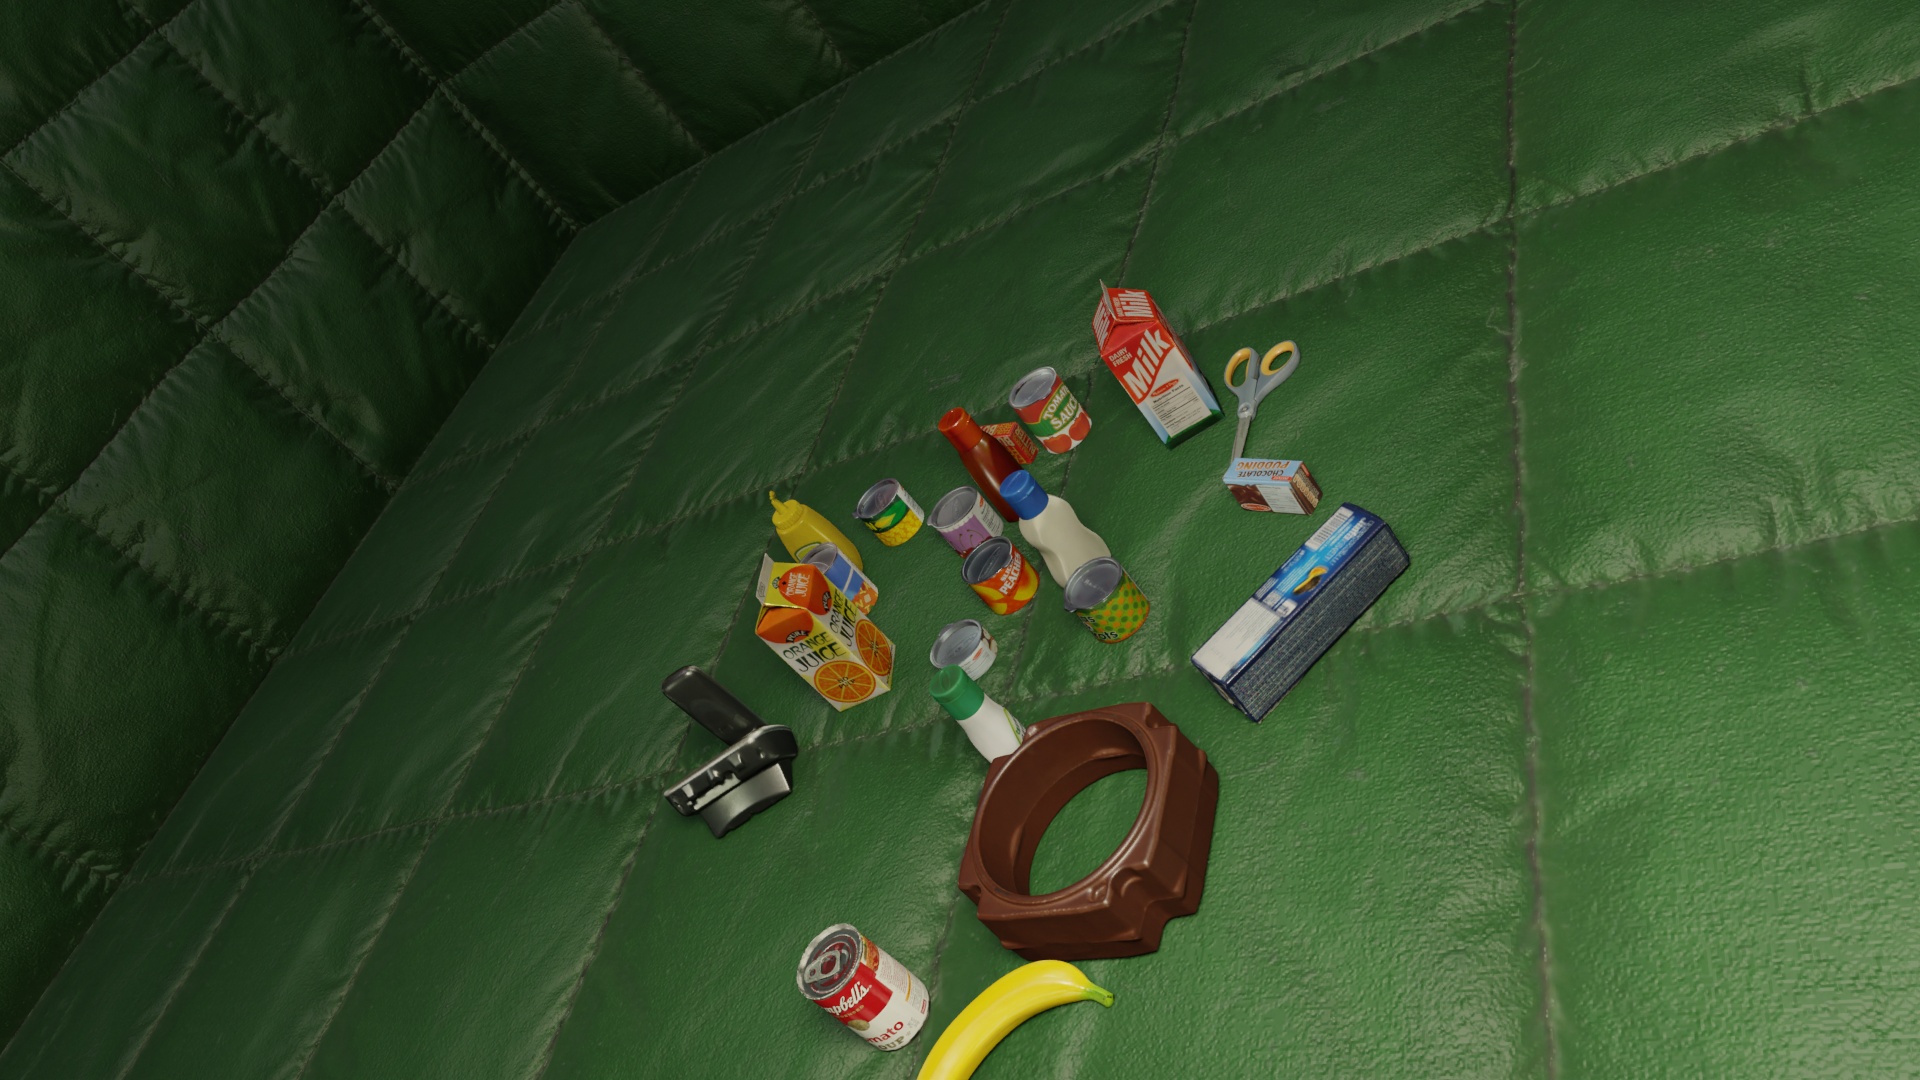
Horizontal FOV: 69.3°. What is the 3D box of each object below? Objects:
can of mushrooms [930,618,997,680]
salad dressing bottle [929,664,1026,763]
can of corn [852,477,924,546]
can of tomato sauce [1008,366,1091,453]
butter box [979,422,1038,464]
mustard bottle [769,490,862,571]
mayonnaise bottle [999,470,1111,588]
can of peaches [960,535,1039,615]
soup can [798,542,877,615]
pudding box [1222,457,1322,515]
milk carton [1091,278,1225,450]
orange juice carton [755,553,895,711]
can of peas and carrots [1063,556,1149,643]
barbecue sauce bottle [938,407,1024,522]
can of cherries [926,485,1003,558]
[{"bbox_3d":[0.003,0.117,1.476,0.071,0.033,0.071,-28,34,21],"label":"can of mushrooms"},{"bbox_3d":[0.028,0.171,1.275,0.044,0.147,0.064,-35,32,11],"label":"salad dressing bottle"},{"bbox_3d":[-0.090,-0.033,1.736,0.071,0.058,0.071,-28,34,21],"label":"can of corn"},{"bbox_3d":[0.108,-0.153,1.647,0.071,0.083,0.071,-28,34,21],"label":"can of tomato sauce"},{"bbox_3d":[0.042,-0.116,1.701,0.103,0.053,0.024,-2,49,46],"label":"butter box"},{"bbox_3d":[-0.187,-0.003,1.706,0.065,0.160,0.049,-28,34,22],"label":"mustard bottle"},{"bbox_3d":[0.095,-0.012,1.426,0.041,0.147,0.065,12,59,53],"label":"mayonnaise bottle"},{"bbox_3d":[0.045,0.039,1.504,0.071,0.058,0.071,-28,34,21],"label":"can of peaches"},{"bbox_3d":[-0.151,0.055,1.670,0.071,0.083,0.072,-28,34,21],"label":"soup can"},{"bbox_3d":[0.302,-0.053,1.348,0.083,0.049,0.030,6,55,50],"label":"pudding box"},{"bbox_3d":[0.203,-0.196,1.495,0.073,0.190,0.073,-31,33,17],"label":"milk carton"},{"bbox_3d":[-0.158,0.096,1.523,0.073,0.192,0.072,-26,35,24],"label":"orange juice carton"},{"bbox_3d":[0.143,0.061,1.371,0.071,0.058,0.071,-28,34,21],"label":"can of peas and carrots"},{"bbox_3d":[0.032,-0.090,1.589,0.043,0.148,0.065,-20,37,31],"label":"barbecue sauce bottle"},{"bbox_3d":[0.006,-0.020,1.618,0.071,0.058,0.072,-28,34,21],"label":"can of cherries"}]
